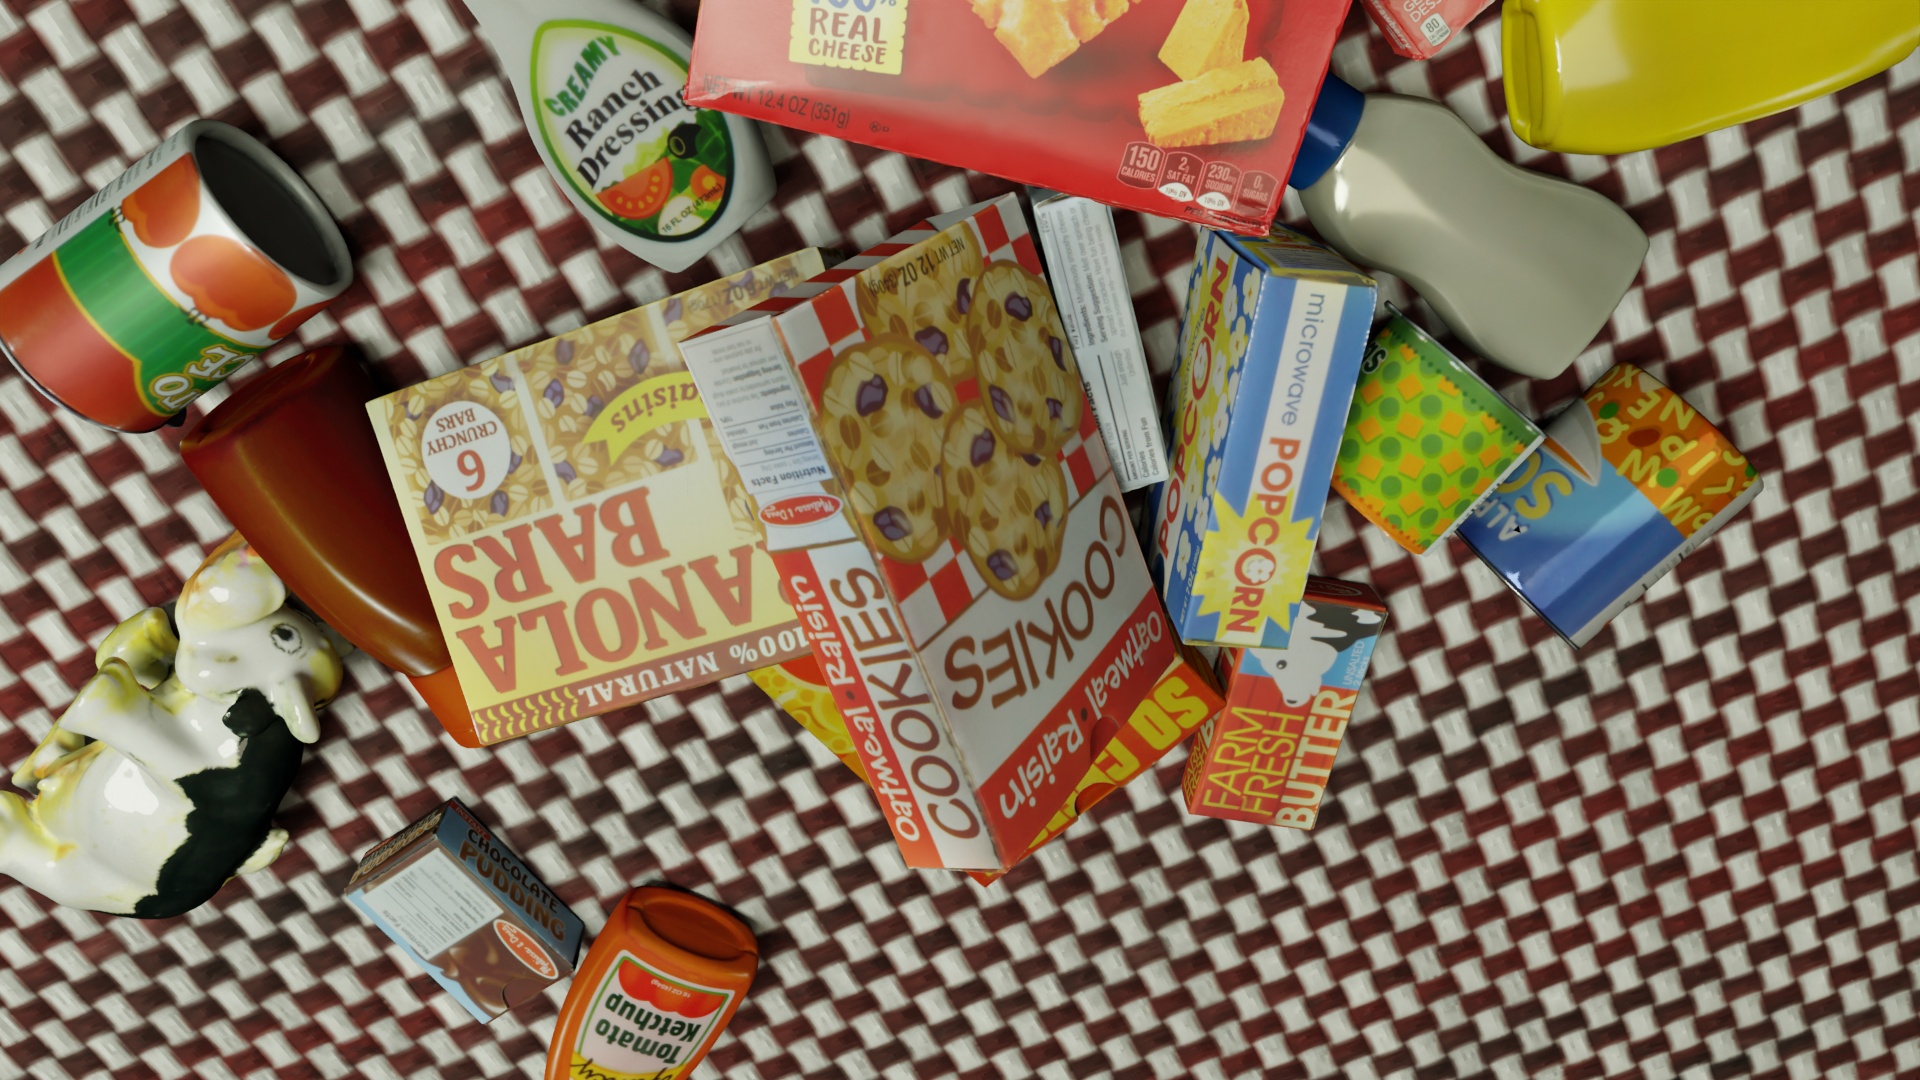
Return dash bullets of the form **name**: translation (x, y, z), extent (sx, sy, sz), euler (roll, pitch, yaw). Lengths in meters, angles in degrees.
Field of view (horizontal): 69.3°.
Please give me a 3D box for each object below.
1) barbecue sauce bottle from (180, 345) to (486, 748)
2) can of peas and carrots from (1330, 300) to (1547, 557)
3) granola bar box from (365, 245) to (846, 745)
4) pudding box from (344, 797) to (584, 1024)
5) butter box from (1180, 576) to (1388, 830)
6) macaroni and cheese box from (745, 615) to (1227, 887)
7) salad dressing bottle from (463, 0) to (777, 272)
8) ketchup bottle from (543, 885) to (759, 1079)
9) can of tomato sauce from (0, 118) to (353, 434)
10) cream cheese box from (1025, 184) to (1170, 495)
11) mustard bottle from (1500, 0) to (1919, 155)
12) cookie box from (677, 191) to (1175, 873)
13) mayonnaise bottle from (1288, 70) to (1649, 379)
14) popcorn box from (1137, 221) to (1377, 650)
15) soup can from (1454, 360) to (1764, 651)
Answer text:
- **barbecue sauce bottle**: translation (-0.201, 0.009, 0.488), extent (0.043, 0.065, 0.148), euler (-8, 124, 27)
- **can of peas and carrots**: translation (0.155, -0.038, 0.481), extent (0.071, 0.071, 0.058), euler (35, 108, -16)
- **granola bar box**: translation (-0.099, -0.013, 0.464), extent (0.165, 0.039, 0.124), euler (-16, 94, 13)
- **pudding box**: translation (-0.199, 0.151, 0.563), extent (0.049, 0.030, 0.083), euler (-33, 110, 10)
- **butter box**: translation (0.125, 0.064, 0.545), extent (0.053, 0.024, 0.103), euler (9, 112, -7)
- **macaroni and cheese box**: translation (-0.001, 0.038, 0.519), extent (0.123, 0.040, 0.166), euler (-40, 108, 14)
- **salad dressing bottle**: translation (-0.120, -0.154, 0.431), extent (0.064, 0.044, 0.147), euler (-36, 108, 10)
- **ketchup bottle**: translation (-0.144, 0.216, 0.586), extent (0.065, 0.044, 0.148), euler (27, 110, -15)
- **can of tomato sauce**: translation (-0.248, -0.082, 0.443), extent (0.083, 0.071, 0.071), euler (-32, 111, 10)
- **cream cheese box**: translation (0.047, -0.072, 0.468), extent (0.024, 0.053, 0.103), euler (-15, 113, 6)
- **mustard bottle**: translation (0.257, -0.166, 0.441), extent (0.160, 0.049, 0.065), euler (-11, 112, 1)
- **cookie box**: translation (0.001, -0.005, 0.415), extent (0.040, 0.123, 0.167), euler (-9, 111, 37)
- **mayonnaise bottle**: translation (0.152, -0.114, 0.463), extent (0.148, 0.041, 0.064), euler (28, 104, -12)
- **popcorn box**: translation (0.095, -0.038, 0.467), extent (0.038, 0.085, 0.126), euler (6, 112, -7)
- **soup can**: translation (0.225, -0.014, 0.495), extent (0.071, 0.071, 0.083), euler (39, 105, -17)
